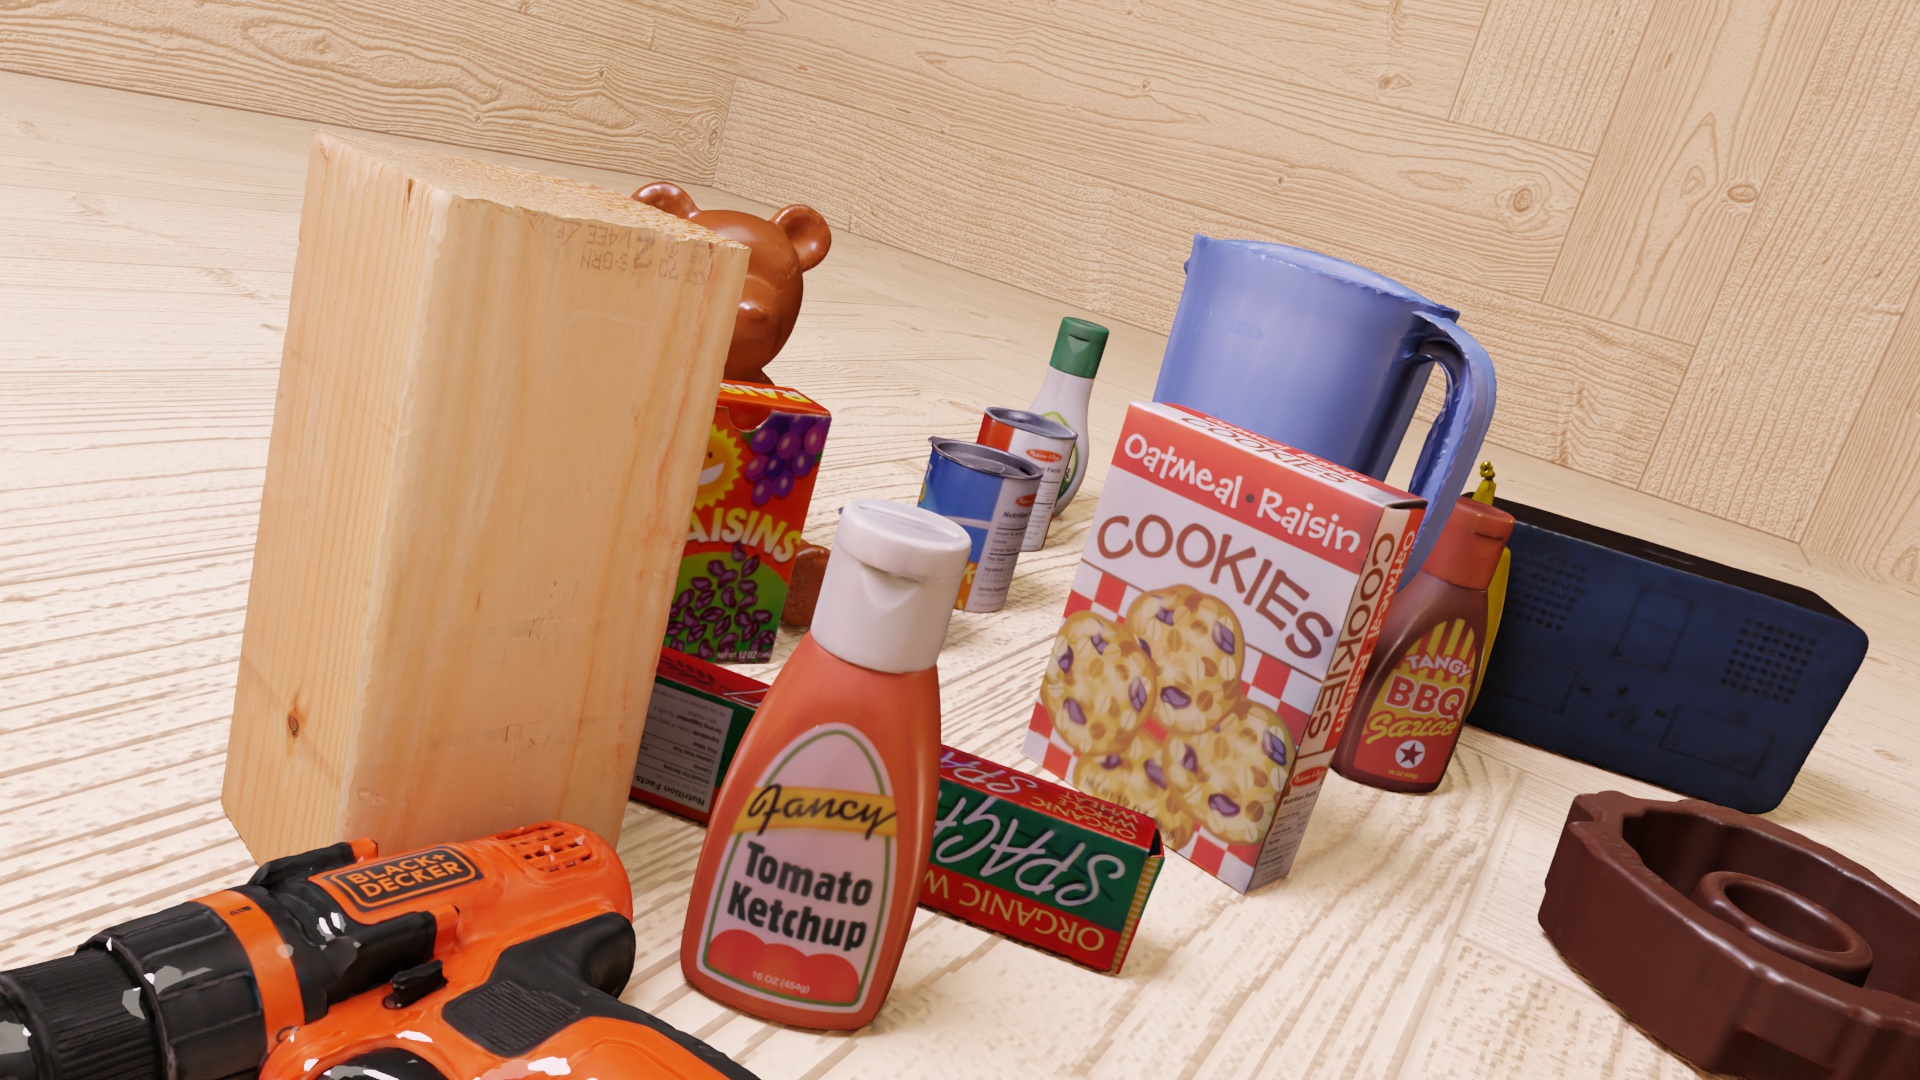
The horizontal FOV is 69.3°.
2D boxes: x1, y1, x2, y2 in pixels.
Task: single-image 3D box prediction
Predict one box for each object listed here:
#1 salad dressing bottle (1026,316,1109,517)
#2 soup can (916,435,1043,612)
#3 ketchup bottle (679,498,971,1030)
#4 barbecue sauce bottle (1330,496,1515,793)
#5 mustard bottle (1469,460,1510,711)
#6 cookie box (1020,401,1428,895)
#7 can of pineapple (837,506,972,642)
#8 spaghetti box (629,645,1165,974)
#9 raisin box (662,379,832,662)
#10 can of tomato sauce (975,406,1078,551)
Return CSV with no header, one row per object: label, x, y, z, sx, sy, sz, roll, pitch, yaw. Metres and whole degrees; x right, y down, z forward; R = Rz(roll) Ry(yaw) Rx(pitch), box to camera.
salad dressing bottle,0.073,-0.092,1.038,0.064,0.147,0.044,18,15,9
soup can,0.003,-0.010,0.804,0.071,0.083,0.071,15,15,-4
ketchup bottle,-0.034,0.063,0.394,0.065,0.148,0.044,16,15,0
barbecue sauce bottle,0.233,0.052,0.697,0.065,0.148,0.044,12,15,-14
mustard bottle,0.276,0.032,0.785,0.049,0.159,0.065,6,18,-34
cookie box,0.103,0.040,0.575,0.123,0.167,0.040,28,19,37
can of pineapple,-0.034,0.019,0.716,0.071,0.057,0.071,15,15,-4
spaghetti box,-0.054,0.083,0.486,0.250,0.050,0.029,18,15,8
raisin box,-0.114,-0.008,0.609,0.086,0.123,0.040,4,19,-38
can of tomato sauce,0.037,-0.043,0.954,0.071,0.082,0.071,15,15,-4
